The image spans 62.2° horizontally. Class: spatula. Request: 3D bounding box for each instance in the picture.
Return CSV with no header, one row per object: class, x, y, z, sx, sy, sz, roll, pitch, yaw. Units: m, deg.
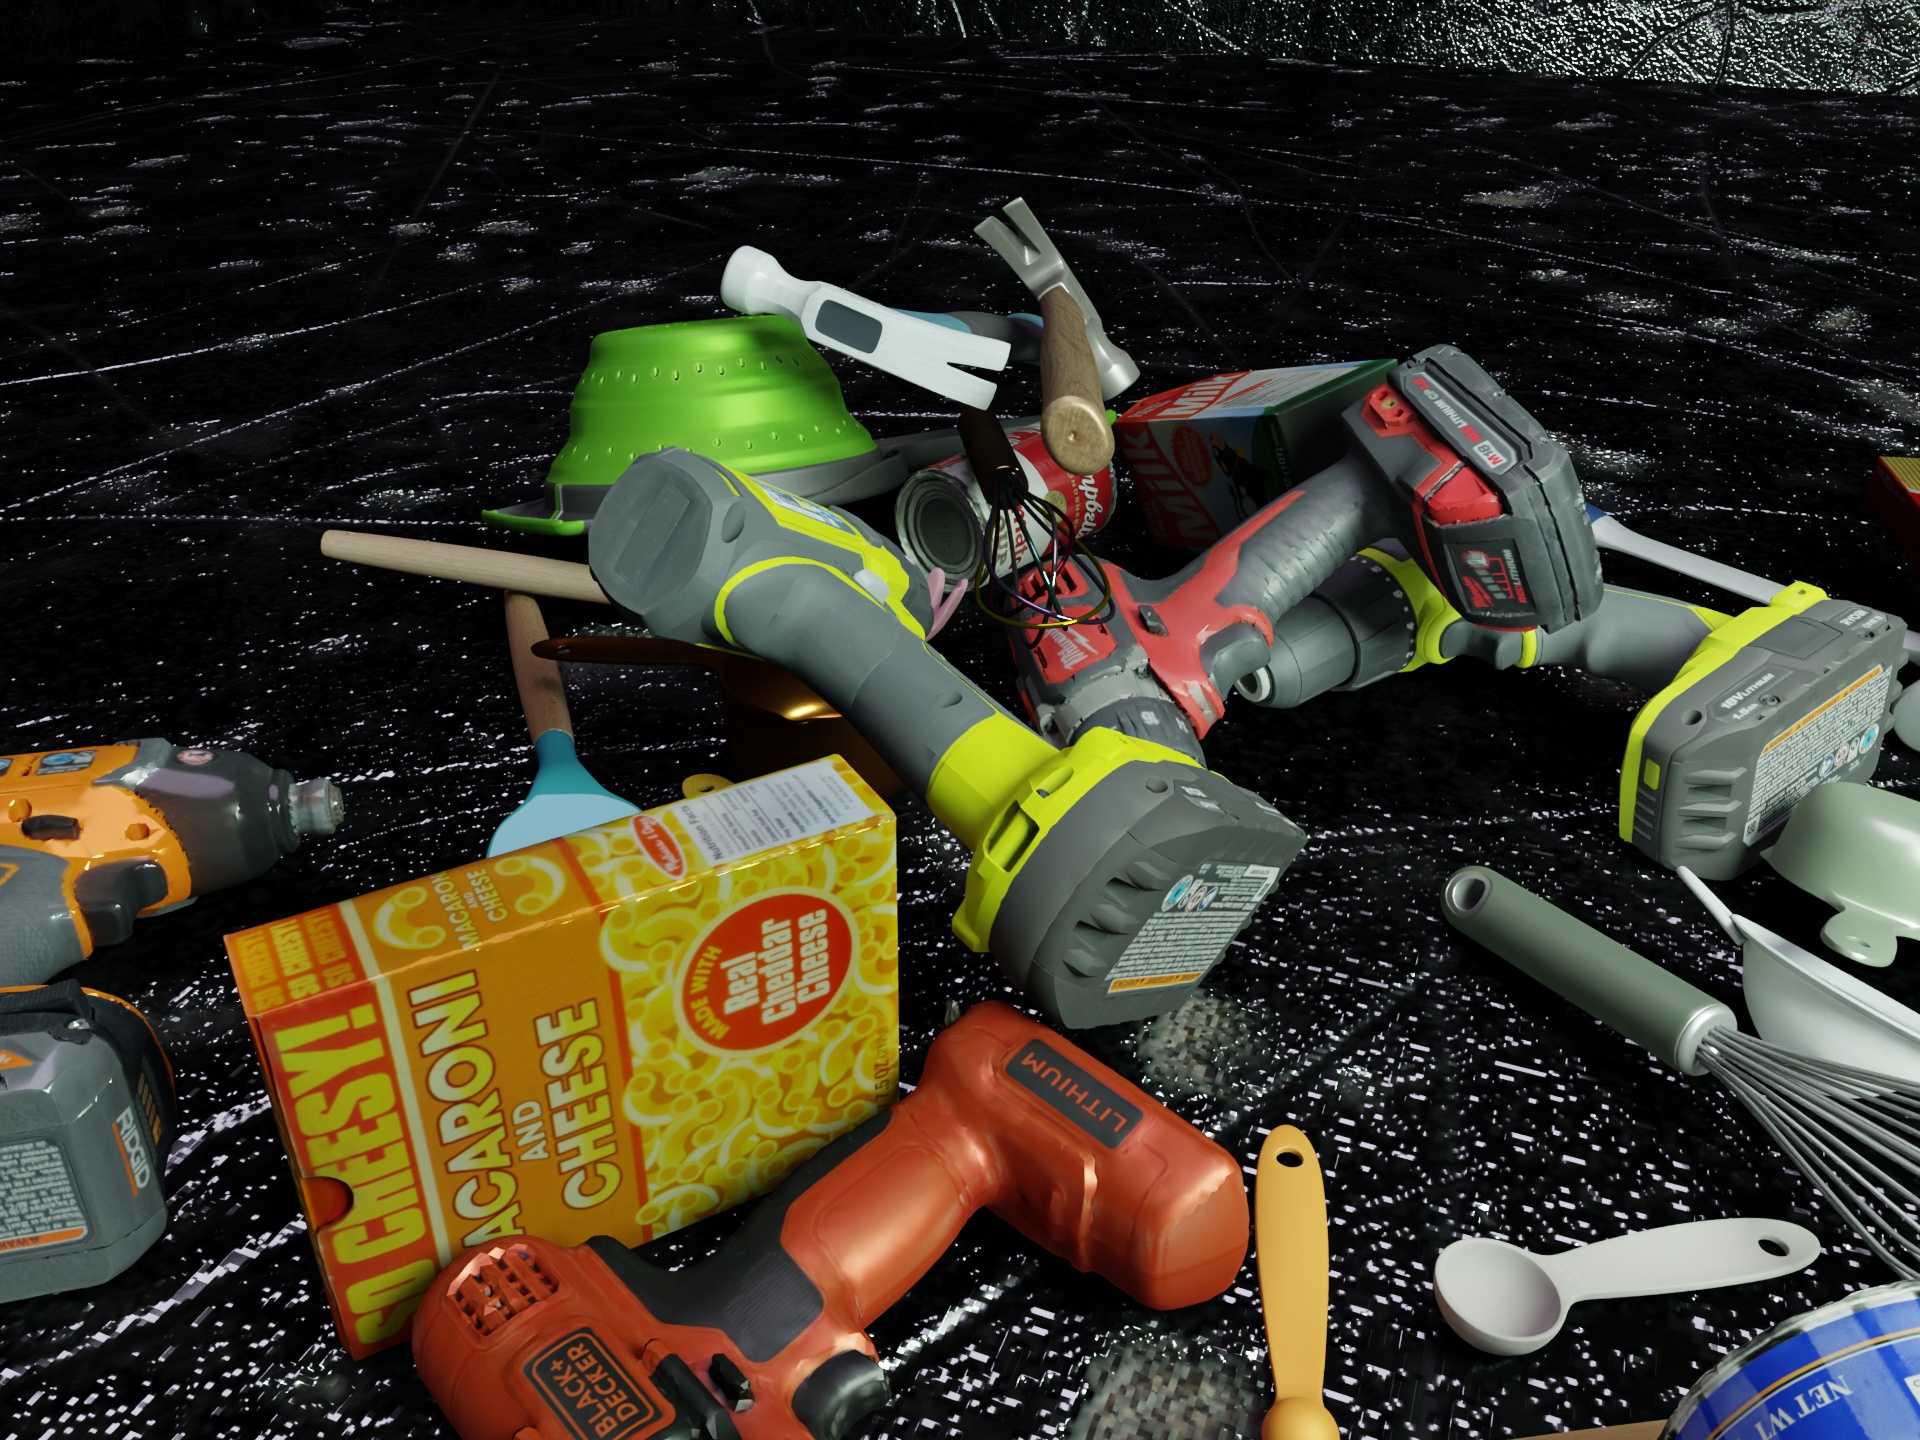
spatula,-0.174,0.010,0.671,0.082,0.044,0.318,-10,28,-15

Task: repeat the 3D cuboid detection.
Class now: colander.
colander,-0.069,-0.180,0.883,0.397,0.094,0.205,-16,18,-35

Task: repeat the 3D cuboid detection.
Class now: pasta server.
pasta server,-0.155,-0.070,0.765,0.316,0.040,0.060,9,16,5

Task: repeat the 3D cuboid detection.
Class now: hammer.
hammer,0.349,-0.097,0.838,0.144,0.035,0.406,-23,38,-33
hammer,0.052,-0.186,0.797,0.031,0.130,0.331,-32,19,16
hammer,-0.003,-0.214,0.877,0.128,0.033,0.331,26,19,12

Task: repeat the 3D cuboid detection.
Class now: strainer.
strainer,0.334,0.120,0.473,0.259,0.050,0.086,25,9,26

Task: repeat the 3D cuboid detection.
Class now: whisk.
whisk,0.234,0.101,0.482,0.059,0.058,0.247,33,3,-32
whisk,0.019,-0.095,0.699,0.047,0.051,0.245,-34,27,10

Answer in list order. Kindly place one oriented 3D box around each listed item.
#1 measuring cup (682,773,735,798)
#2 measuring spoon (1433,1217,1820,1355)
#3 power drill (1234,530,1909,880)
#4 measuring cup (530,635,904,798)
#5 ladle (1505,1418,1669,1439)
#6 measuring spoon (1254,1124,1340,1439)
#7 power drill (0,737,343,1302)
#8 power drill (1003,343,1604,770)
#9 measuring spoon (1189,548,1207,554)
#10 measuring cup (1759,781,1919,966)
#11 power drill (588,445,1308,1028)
measuring cup,-0.077,0.056,0.600,0.062,0.029,0.157,-13,22,-22
measuring spoon,0.186,0.156,0.441,0.124,0.018,0.034,-2,30,-17
power drill,0.249,-0.026,0.680,0.190,0.080,0.229,-27,37,-25
measuring cup,-0.096,-0.005,0.668,0.173,0.052,0.095,5,31,11
ladle,0.202,0.177,0.391,0.315,0.031,0.069,-5,27,-5
measuring spoon,0.093,0.153,0.442,0.021,0.011,0.117,5,31,7
power drill,-0.289,0.076,0.504,0.164,0.084,0.227,-7,28,-13
power drill,0.133,-0.035,0.632,0.226,0.080,0.188,-28,40,8
measuring spoon,0.143,-0.076,0.826,0.042,0.021,0.129,-13,24,-16
measuring cup,0.311,0.051,0.532,0.083,0.038,0.167,26,17,30
power drill,-0.001,-0.002,0.537,0.223,0.080,0.171,41,13,26
